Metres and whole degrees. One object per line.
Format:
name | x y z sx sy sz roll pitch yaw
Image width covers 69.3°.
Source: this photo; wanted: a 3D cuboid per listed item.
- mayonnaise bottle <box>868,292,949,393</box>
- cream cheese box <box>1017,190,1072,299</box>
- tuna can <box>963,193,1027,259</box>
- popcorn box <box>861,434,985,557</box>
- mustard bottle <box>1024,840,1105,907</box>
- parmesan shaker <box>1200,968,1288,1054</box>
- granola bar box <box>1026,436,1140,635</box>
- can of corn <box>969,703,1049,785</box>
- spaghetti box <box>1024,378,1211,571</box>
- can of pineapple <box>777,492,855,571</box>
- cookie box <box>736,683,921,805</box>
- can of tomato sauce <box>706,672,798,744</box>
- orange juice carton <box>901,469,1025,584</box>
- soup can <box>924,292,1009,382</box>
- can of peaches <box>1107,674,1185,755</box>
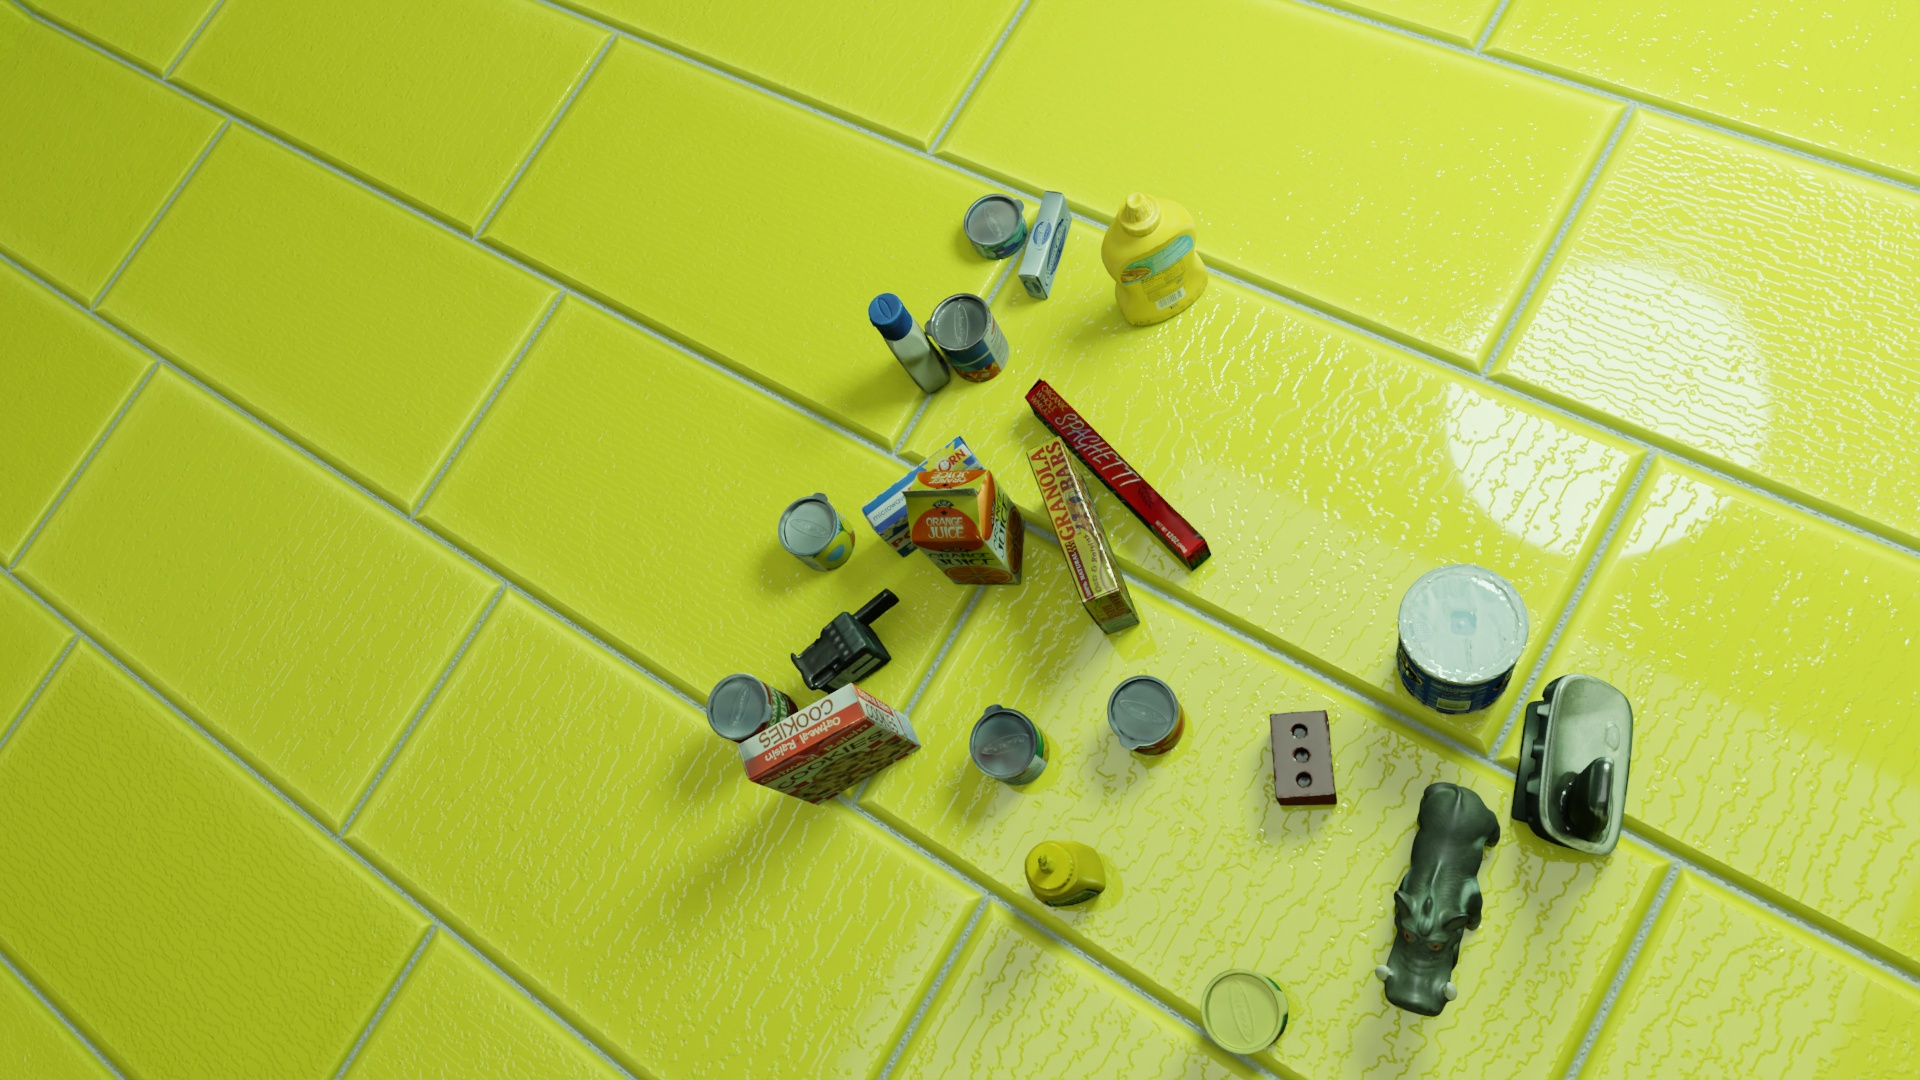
mayonnaise bottle | -0.055 -0.209 1.450 0.041 0.148 0.065 -31 66 5
cream cheese box | 0.092 -0.318 1.496 0.024 0.053 0.104 13 76 20
tuna can | 0.041 -0.348 1.533 0.071 0.032 0.071 -5 70 15
popcorn box | -0.031 -0.043 1.420 0.126 0.085 0.038 -37 66 2
mustard bottle | 0.087 0.293 1.228 0.065 0.160 0.049 -20 68 9
parmesan shaker | 0.245 0.398 1.176 0.071 0.103 0.071 -5 71 15
granola bar box | 0.118 -0.002 1.341 0.039 0.124 0.166 -23 67 8
can of corn | 0.047 0.196 1.329 0.071 0.058 0.071 -5 70 15
spaghetti box | 0.155 -0.068 1.393 0.028 0.050 0.251 -42 66 0
can of pineapple | -0.149 -0.008 1.458 0.071 0.057 0.071 -5 70 15
cookie box | -0.121 0.197 1.319 0.123 0.167 0.040 -30 66 5
can of tomato sauce | -0.206 0.175 1.398 0.071 0.083 0.071 -5 71 15
orange juice carton | 0.005 -0.017 1.342 0.072 0.192 0.073 0 72 17
soup can | 0.008 -0.213 1.468 0.071 0.083 0.071 -5 71 15
can of peaches | 0.174 0.167 1.302 0.071 0.058 0.071 -5 70 15
